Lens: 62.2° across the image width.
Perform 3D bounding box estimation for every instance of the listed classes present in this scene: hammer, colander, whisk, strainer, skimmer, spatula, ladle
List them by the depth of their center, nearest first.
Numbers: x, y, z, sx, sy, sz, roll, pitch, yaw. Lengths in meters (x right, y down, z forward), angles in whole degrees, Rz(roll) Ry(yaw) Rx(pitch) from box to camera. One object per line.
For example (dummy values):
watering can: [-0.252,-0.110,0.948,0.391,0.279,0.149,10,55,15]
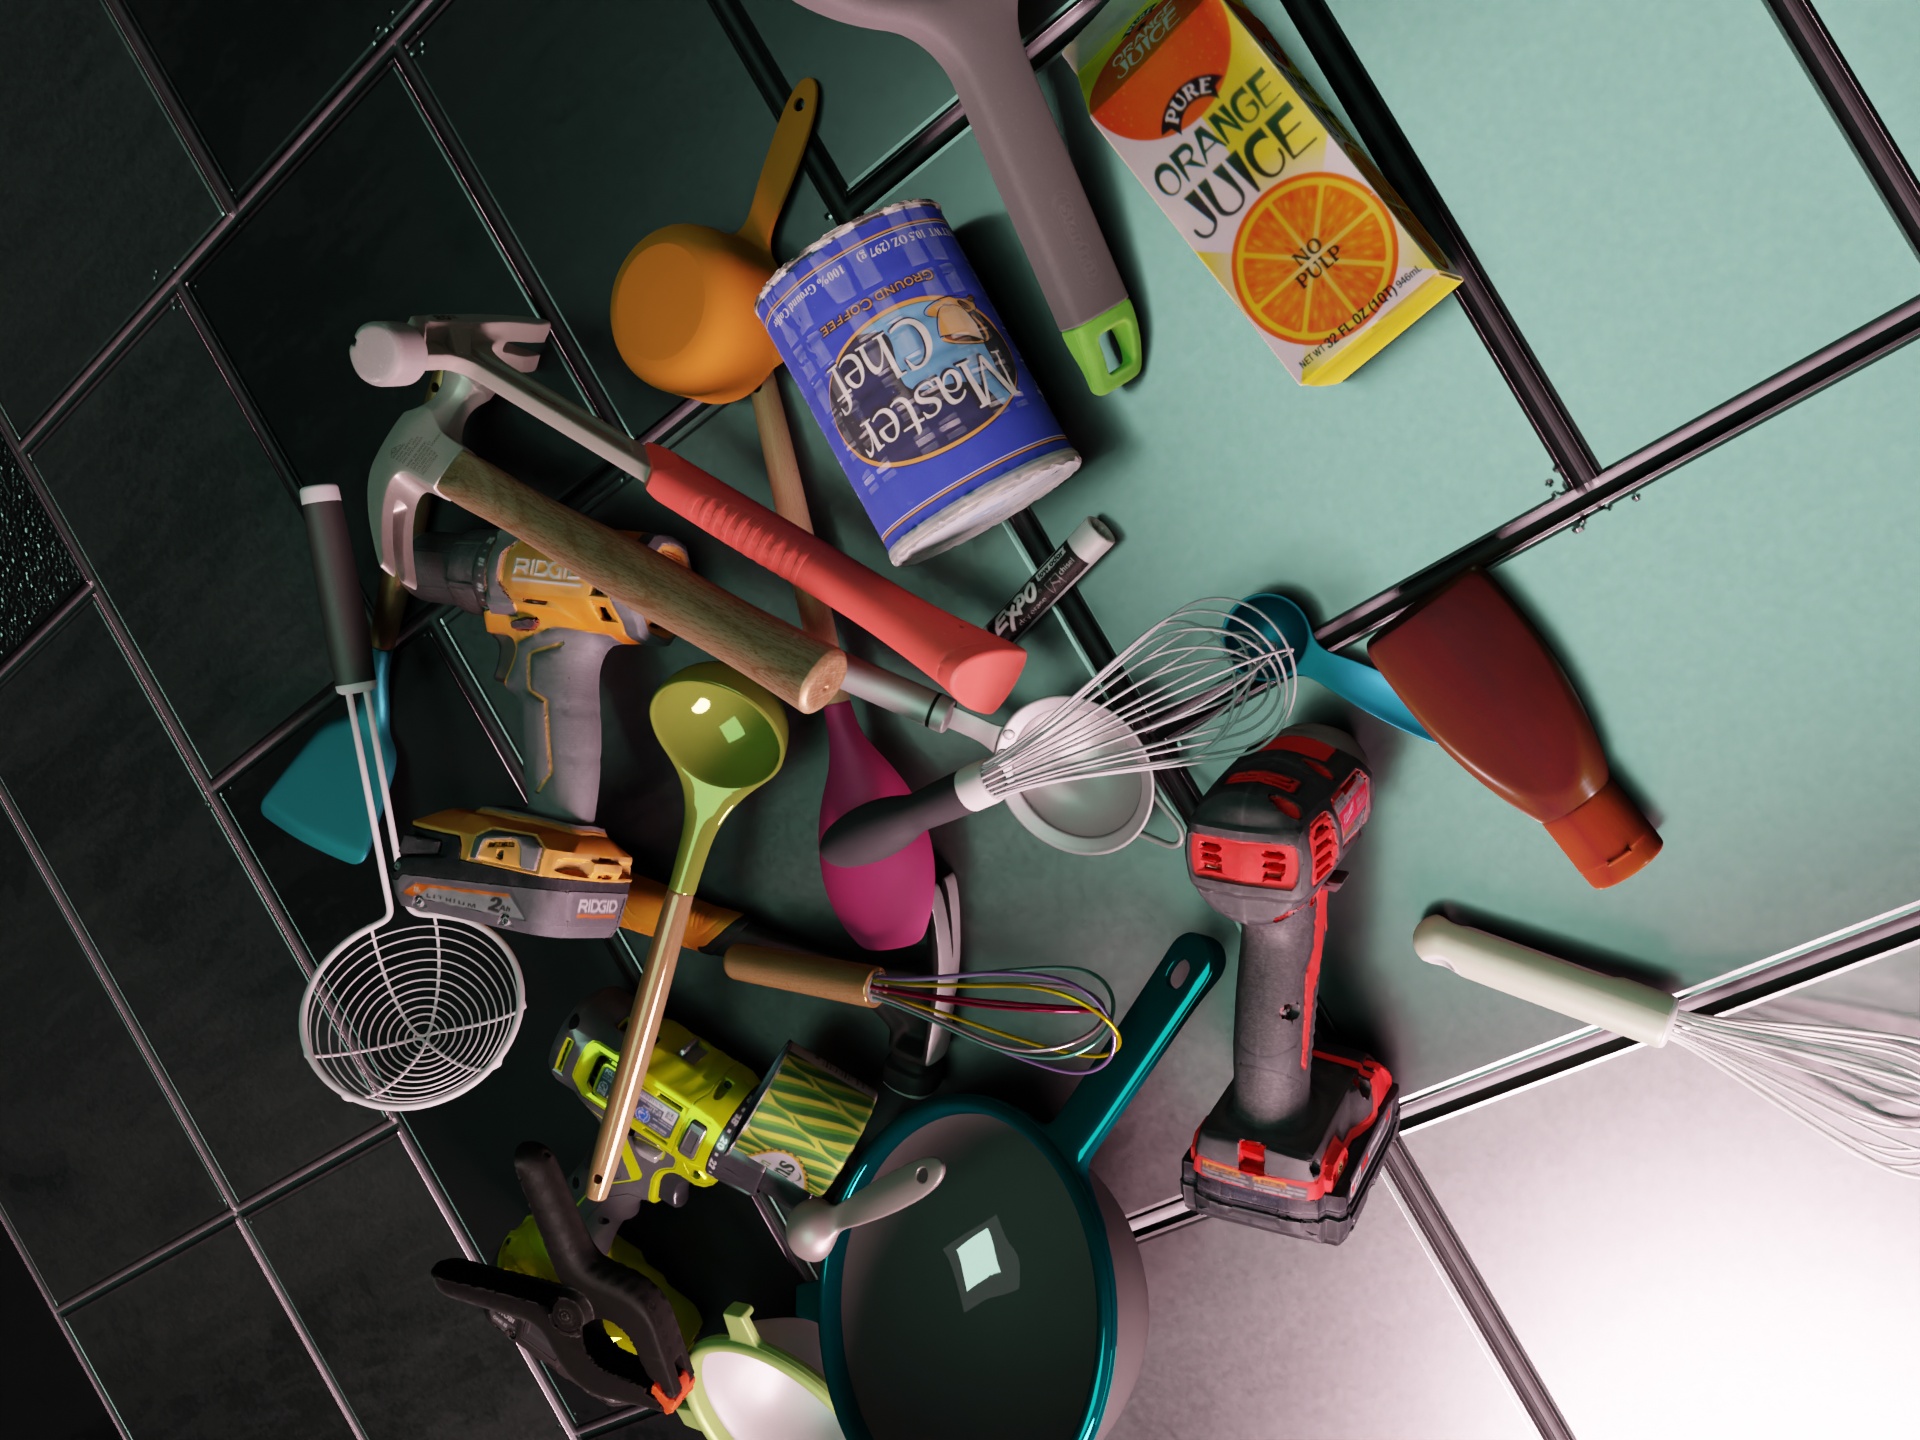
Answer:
whisk: [0.323,0.136,0.707,0.246,0.057,0.059,19,76,23]
colander: [-0.025,-0.330,0.723,0.094,0.204,0.396,6,126,58]
whisk: [0.034,0.021,0.747,0.284,0.070,0.070,-26,91,36]
hammer: [-0.123,-0.111,0.803,0.359,0.149,0.036,31,112,11]
strainer: [-0.001,-0.003,0.805,0.258,0.050,0.086,24,121,10]
whisk: [-0.026,0.138,0.820,0.245,0.047,0.051,4,74,33]
strainer: [0.058,0.255,0.825,0.211,0.095,0.340,45,108,44]
hammer: [-0.193,-0.086,0.832,0.331,0.031,0.130,29,82,28]
ladle: [-0.164,0.121,0.873,0.078,0.062,0.320,18,98,7]
hammer: [-0.157,0.111,0.927,0.337,0.034,0.127,14,109,22]
skimmer: [-0.343,0.041,0.929,0.127,0.090,0.363,-10,95,-15]
strainer: [-0.043,0.430,0.929,0.256,0.069,0.151,34,132,11]
spatula: [-0.354,-0.066,0.971,0.082,0.044,0.317,26,111,13]

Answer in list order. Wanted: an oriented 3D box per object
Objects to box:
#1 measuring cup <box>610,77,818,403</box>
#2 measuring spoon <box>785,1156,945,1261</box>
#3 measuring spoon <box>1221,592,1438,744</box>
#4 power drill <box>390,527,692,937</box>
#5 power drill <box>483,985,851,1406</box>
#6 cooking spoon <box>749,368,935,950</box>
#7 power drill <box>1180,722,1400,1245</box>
measuring cup: [-0.121,-0.247,0.807,0.095,0.052,0.173,34,110,26]
measuring spoon: [-0.055,0.260,0.857,0.124,0.018,0.034,-35,54,33]
measuring spoon: [0.183,-0.021,0.749,0.128,0.021,0.042,28,107,7]
power drill: [-0.255,-0.003,0.897,0.185,0.084,0.226,8,86,23]
power drill: [-0.181,0.296,0.961,0.190,0.080,0.228,30,111,11]
cooking spoon: [-0.072,-0.034,0.841,0.069,0.017,0.319,-13,90,25]
power drill: [0.154,0.111,0.729,0.078,0.143,0.219,6,111,28]
